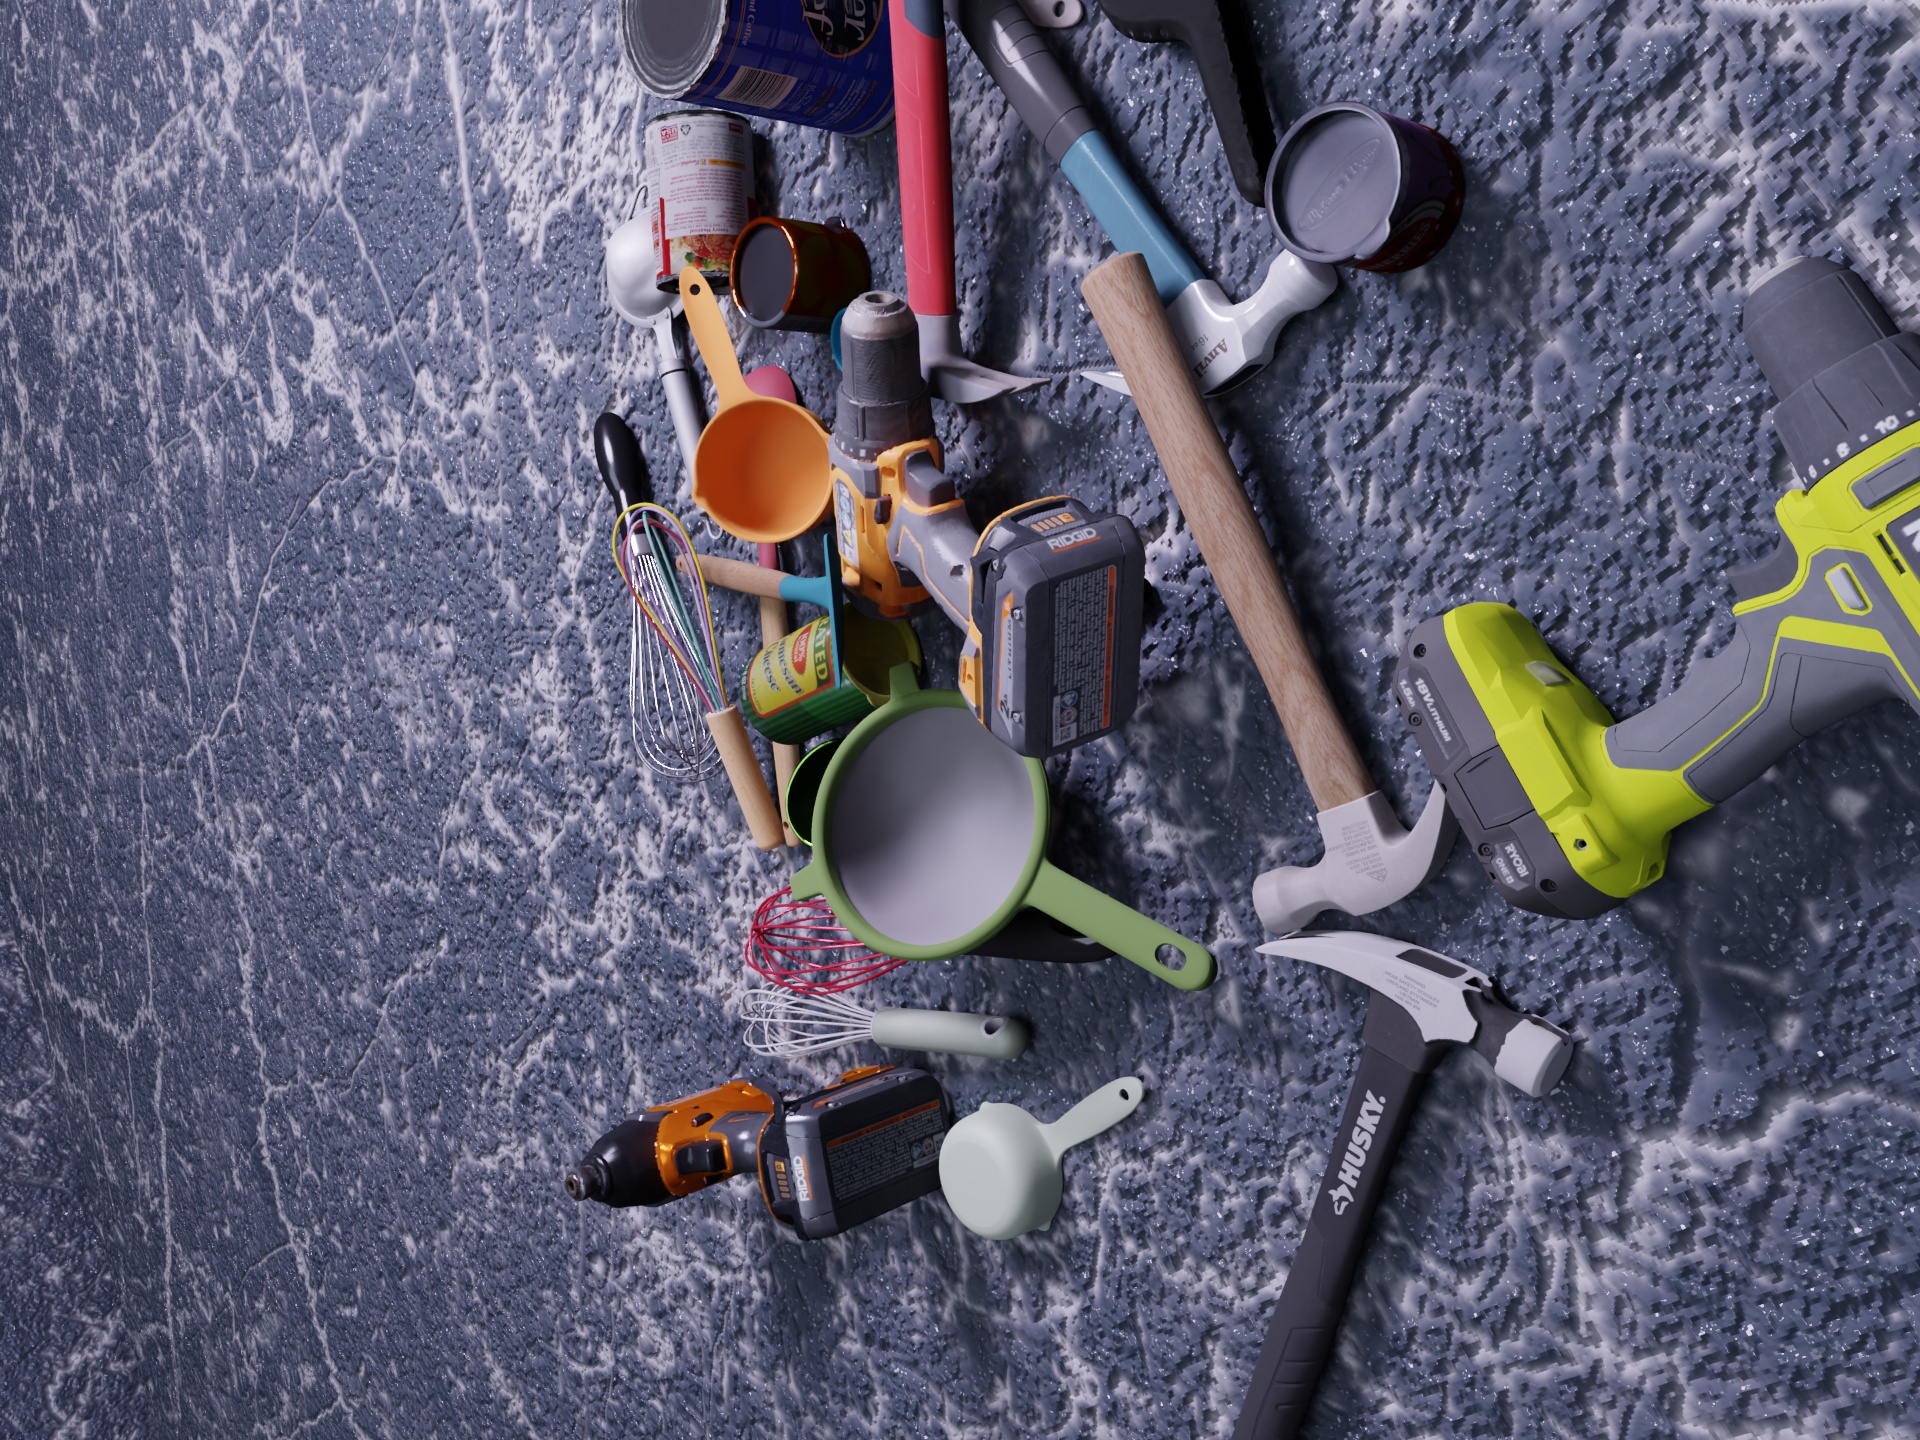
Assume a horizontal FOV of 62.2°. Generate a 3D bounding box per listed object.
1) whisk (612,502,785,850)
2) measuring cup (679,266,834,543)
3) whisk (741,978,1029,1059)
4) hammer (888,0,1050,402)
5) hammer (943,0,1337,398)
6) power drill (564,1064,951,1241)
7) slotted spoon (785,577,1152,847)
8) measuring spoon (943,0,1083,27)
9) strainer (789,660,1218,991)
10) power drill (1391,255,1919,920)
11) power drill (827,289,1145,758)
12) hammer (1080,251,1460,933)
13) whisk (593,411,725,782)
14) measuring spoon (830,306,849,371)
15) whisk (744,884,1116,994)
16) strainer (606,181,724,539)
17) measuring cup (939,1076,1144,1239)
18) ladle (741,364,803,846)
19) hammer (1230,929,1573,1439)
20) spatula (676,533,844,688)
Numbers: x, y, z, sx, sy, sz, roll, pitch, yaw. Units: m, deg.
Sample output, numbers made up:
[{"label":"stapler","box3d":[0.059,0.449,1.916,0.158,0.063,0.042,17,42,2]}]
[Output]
[{"label":"whisk","box3d":[-0.168,-0.026,1.044,0.245,0.047,0.051,71,166,-15]},{"label":"measuring cup","box3d":[-0.130,-0.193,0.979,0.095,0.052,0.173,-20,93,10]},{"label":"whisk","box3d":[-0.053,0.194,1.003,0.246,0.058,0.059,-5,127,42]},{"label":"hammer","box3d":[-0.014,-0.357,0.804,0.143,0.038,0.386,30,130,51]},{"label":"hammer","box3d":[0.055,-0.302,0.810,0.128,0.033,0.331,-44,69,40]},{"label":"power drill","box3d":[-0.134,0.274,1.009,0.226,0.164,0.084,-13,87,43]},{"label":"slotted spoon","box3d":[-0.001,-0.003,0.930,0.313,0.031,0.070,-34,74,40]},{"label":"measuring spoon","box3d":[0.017,-0.393,0.856,0.124,0.018,0.034,33,118,36]},{"label":"strainer","box3d":[0.036,0.082,0.868,0.256,0.069,0.151,26,92,30]},{"label":"power drill","box3d":[0.285,-0.040,0.603,0.228,0.080,0.191,-37,70,39]},{"label":"power drill","box3d":[0.001,-0.106,0.825,0.226,0.084,0.185,44,145,45]},{"label":"hammer","box3d":[0.138,-0.068,0.751,0.130,0.031,0.331,-26,85,42]},{"label":"whisk","box3d":[-0.216,-0.090,1.115,0.070,0.070,0.285,-31,69,43]},{"label":"measuring spoon","box3d":[-0.047,-0.186,0.958,0.042,0.021,0.128,-7,100,52]},{"label":"whisk","box3d":[-0.024,0.130,0.951,0.296,0.073,0.073,-7,91,40]},{"label":"strainer","box3d":[-0.198,-0.247,1.081,0.087,0.050,0.258,-17,88,31]},{"label":"measuring cup","box3d":[0.044,0.245,0.911,0.167,0.038,0.083,-45,65,41]},{"label":"ladle","box3d":[-0.122,-0.073,1.041,0.069,0.031,0.315,2,99,44]},{"label":"hammer","box3d":[0.177,0.259,0.785,0.146,0.035,0.334,29,116,38]},{"label":"spatula","box3d":[-0.124,-0.083,0.969,0.318,0.044,0.082,18,116,59]}]
